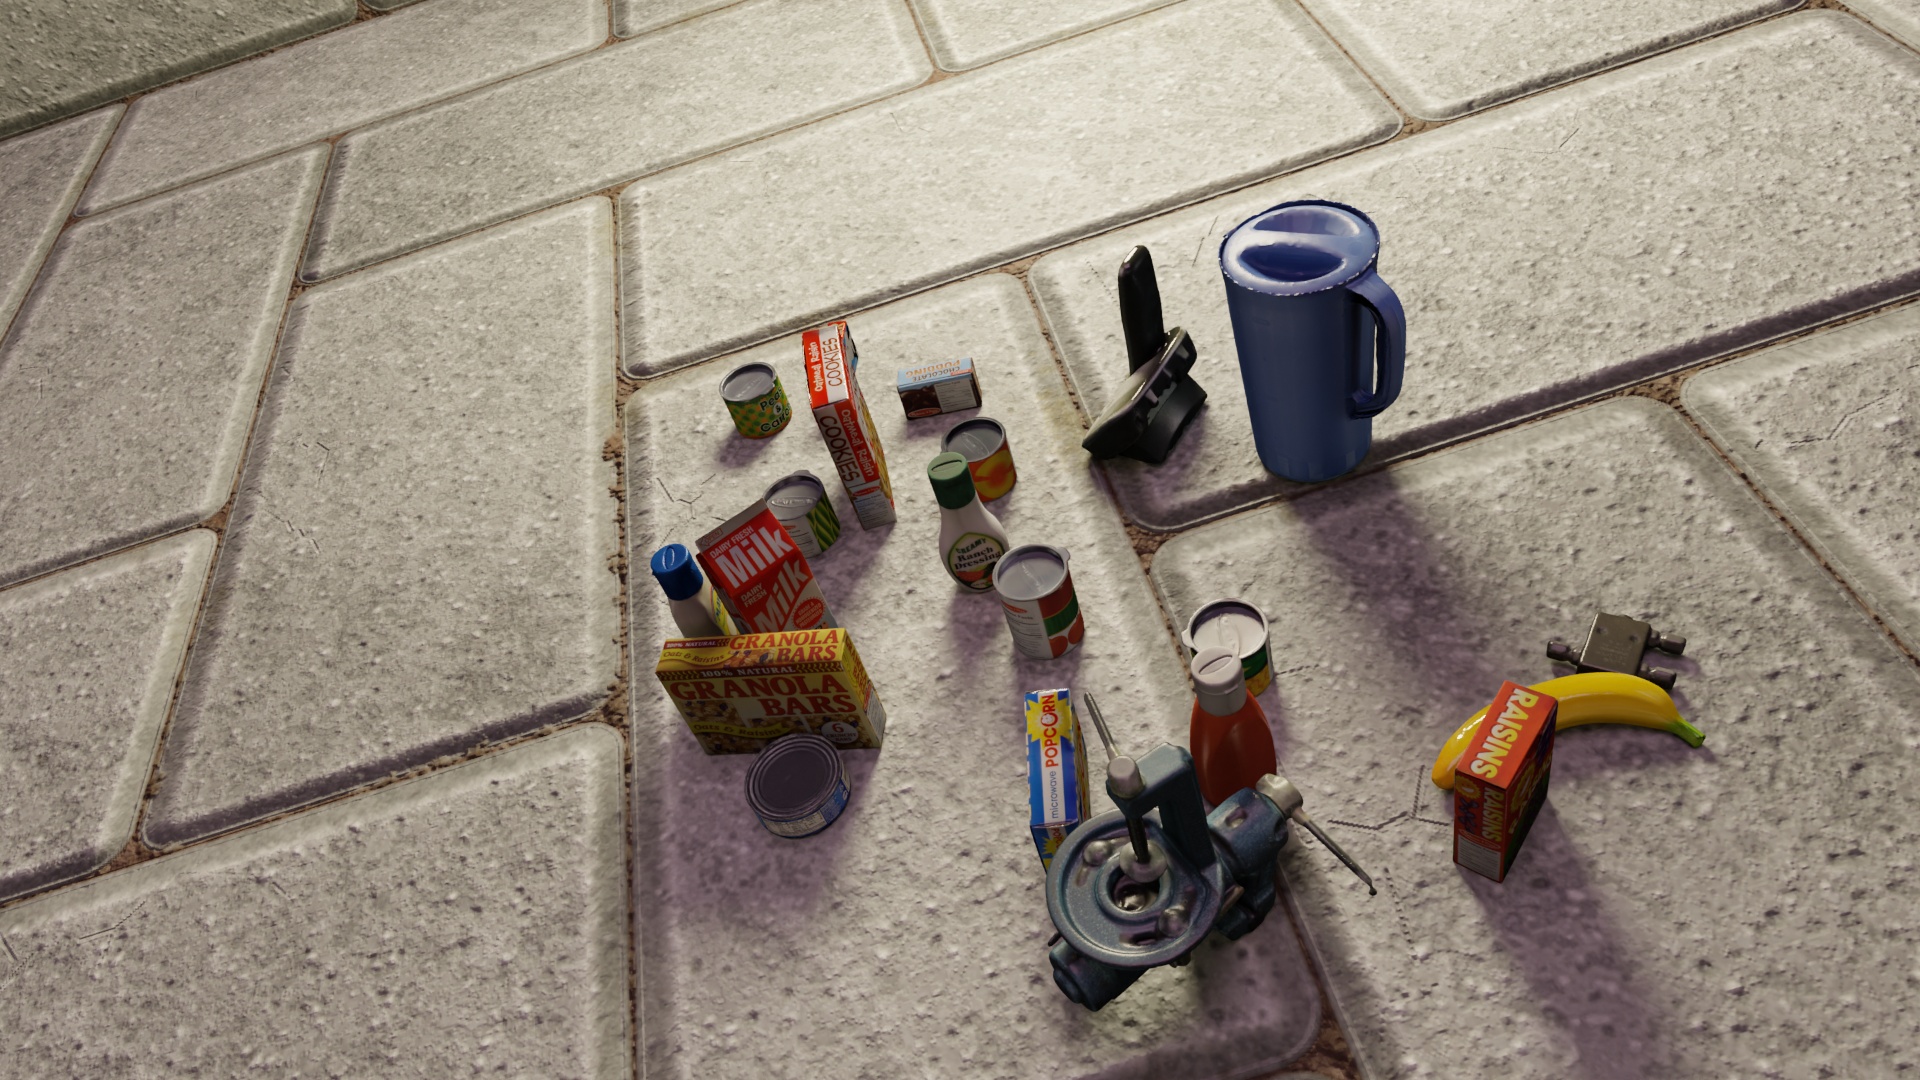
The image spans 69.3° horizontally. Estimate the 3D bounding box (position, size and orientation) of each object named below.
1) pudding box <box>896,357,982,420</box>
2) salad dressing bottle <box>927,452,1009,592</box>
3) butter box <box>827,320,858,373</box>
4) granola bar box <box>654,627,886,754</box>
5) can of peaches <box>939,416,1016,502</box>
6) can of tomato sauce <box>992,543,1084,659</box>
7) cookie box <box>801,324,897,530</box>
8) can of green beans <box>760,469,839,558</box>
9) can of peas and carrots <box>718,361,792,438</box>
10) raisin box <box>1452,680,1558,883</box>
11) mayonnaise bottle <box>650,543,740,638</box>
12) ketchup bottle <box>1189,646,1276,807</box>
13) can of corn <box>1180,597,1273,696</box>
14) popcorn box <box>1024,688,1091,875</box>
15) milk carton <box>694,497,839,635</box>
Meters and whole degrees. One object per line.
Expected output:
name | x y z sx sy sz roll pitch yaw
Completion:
pudding box | -0.023 -0.162 1.482 0.084 0.049 0.030 -10 45 9
salad dressing bottle | 0.004 -0.016 1.260 0.064 0.147 0.044 -17 44 3
butter box | -0.137 -0.193 1.548 0.024 0.053 0.104 -6 46 14
granola bar box | -0.159 0.130 1.189 0.165 0.123 0.039 -5 46 15
can of peaches | 0.017 -0.079 1.381 0.071 0.057 0.071 -10 45 10
can of tomato sauce | 0.071 0.053 1.216 0.071 0.082 0.071 -10 45 10
cookie box | -0.111 -0.112 1.378 0.040 0.166 0.123 -17 44 3
can of green beans | -0.160 -0.025 1.388 0.071 0.057 0.071 -10 45 10
can of peas and carrots | -0.224 -0.154 1.535 0.071 0.058 0.071 -10 45 10
raisin box | 0.379 0.170 0.970 0.040 0.122 0.086 22 57 34
mayonnaise bottle | -0.236 0.065 1.261 0.041 0.147 0.065 -15 44 5
ketchup bottle | 0.201 0.139 1.042 0.065 0.148 0.044 -28 45 -9
can of corn | 0.221 0.091 1.146 0.071 0.058 0.071 -10 45 10
popcorn box | 0.077 0.190 1.079 0.038 0.084 0.127 -10 45 10
milk carton | -0.170 0.046 1.228 0.072 0.189 0.073 -36 46 -16
